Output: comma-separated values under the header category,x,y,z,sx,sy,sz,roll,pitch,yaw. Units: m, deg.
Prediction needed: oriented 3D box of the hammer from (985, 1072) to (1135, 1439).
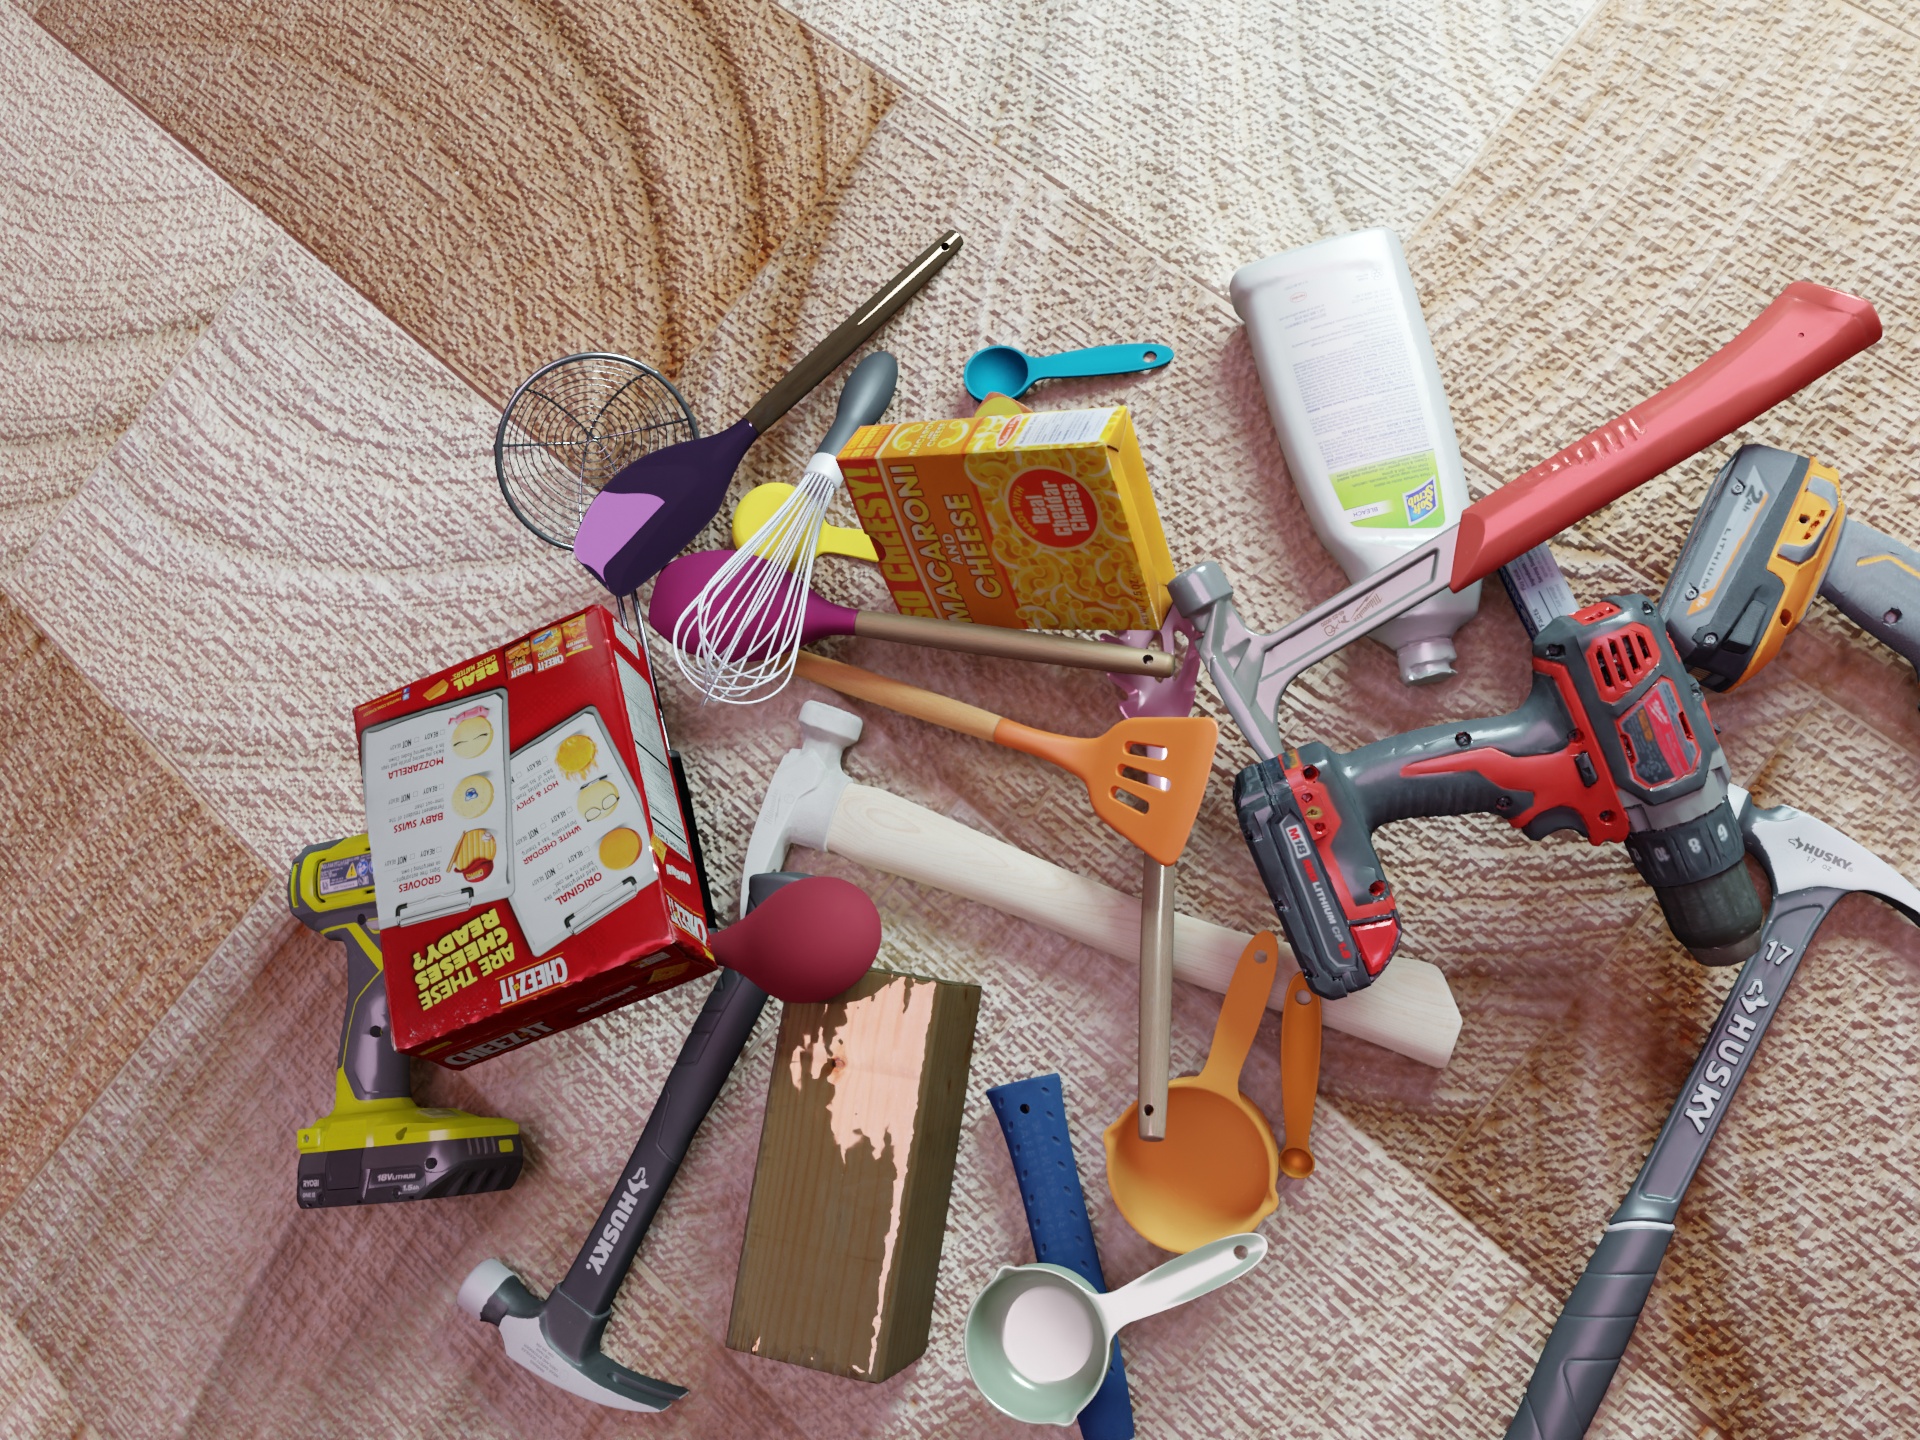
category,x,y,z,sx,sy,sz,roll,pitch,yaw
hammer,0.088,0.390,0.838,0.144,0.035,0.406,-17,75,12

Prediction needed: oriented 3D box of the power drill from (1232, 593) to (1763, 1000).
category,x,y,z,sx,sy,sz,roll,pitch,yaw
power drill,0.267,0.062,0.785,0.226,0.080,0.188,-23,95,10

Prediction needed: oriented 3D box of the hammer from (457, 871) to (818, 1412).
category,x,y,z,sx,sy,sz,roll,pitch,yaw
hammer,-0.161,0.235,0.915,0.146,0.035,0.335,29,95,18

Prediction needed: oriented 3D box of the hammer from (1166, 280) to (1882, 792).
category,x,y,z,sx,sy,sz,roll,pitch,yaw
hammer,0.292,-0.097,0.812,0.359,0.036,0.149,-31,84,16

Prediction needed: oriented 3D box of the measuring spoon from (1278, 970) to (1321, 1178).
category,x,y,z,sx,sy,sz,roll,pitch,yaw
measuring spoon,0.181,0.188,0.845,0.021,0.011,0.117,3,101,18

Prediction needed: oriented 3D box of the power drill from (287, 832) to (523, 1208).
category,x,y,z,sx,sy,sz,roll,pitch,yaw
power drill,-0.329,0.173,0.959,0.171,0.080,0.223,-12,75,26

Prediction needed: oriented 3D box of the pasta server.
category,x,y,z,sx,sy,sz,roll,pitch,yaw
pasta server,0.105,0.065,0.859,0.060,0.040,0.316,-8,62,25

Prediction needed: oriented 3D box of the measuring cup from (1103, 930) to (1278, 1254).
category,x,y,z,sx,sy,sz,roll,pitch,yaw
measuring cup,0.139,0.194,0.847,0.095,0.052,0.173,18,89,17

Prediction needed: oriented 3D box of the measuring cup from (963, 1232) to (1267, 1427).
category,x,y,z,sx,sy,sz,roll,pitch,yaw
measuring cup,0.082,0.300,0.819,0.167,0.038,0.083,-27,74,7

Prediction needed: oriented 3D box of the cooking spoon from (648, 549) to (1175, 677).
category,x,y,z,sx,sy,sz,roll,pitch,yaw
cooking spoon,-0.035,-0.053,0.914,0.319,0.017,0.069,9,78,15

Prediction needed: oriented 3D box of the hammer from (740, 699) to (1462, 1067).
category,x,y,z,sx,sy,sz,roll,pitch,yaw
hammer,0.070,0.117,0.895,0.411,0.038,0.146,18,86,17

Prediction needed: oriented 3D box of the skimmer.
category,x,y,z,sx,sy,sz,roll,pitch,yaw
skimmer,-0.194,-0.042,0.968,0.127,0.090,0.363,-11,77,-17

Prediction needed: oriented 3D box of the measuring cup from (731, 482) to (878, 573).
category,x,y,z,sx,sy,sz,roll,pitch,yaw
measuring cup,-0.069,-0.113,0.979,0.156,0.029,0.062,10,82,18

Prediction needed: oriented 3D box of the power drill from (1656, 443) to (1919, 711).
category,x,y,z,sx,sy,sz,roll,pitch,yaw
power drill,0.471,-0.030,0.795,0.226,0.084,0.164,24,87,14

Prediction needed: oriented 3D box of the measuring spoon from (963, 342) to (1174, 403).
category,x,y,z,sx,sy,sz,roll,pitch,yaw
measuring spoon,0.066,-0.212,0.973,0.128,0.021,0.042,-6,65,5

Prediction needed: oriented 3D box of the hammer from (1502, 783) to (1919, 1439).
category,x,y,z,sx,sy,sz,roll,pitch,yaw
hammer,0.355,0.238,0.797,0.149,0.036,0.409,26,87,17

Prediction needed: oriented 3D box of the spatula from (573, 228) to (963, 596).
category,x,y,z,sx,sy,sz,roll,pitch,yaw
spatula,-0.112,-0.199,0.977,0.316,0.018,0.059,-45,96,-11

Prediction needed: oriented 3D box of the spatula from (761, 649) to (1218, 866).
category,x,y,z,sx,sy,sz,roll,pitch,yaw
spatula,-0.001,-0.003,0.908,0.323,0.041,0.081,18,91,29

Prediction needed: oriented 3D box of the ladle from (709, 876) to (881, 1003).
category,x,y,z,sx,sy,sz,roll,pitch,yaw
ladle,-0.176,0.134,0.909,0.315,0.031,0.069,-11,62,35

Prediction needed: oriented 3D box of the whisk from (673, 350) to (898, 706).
category,x,y,z,sx,sy,sz,roll,pitch,yaw
whisk,-0.092,-0.120,0.927,0.070,0.070,0.285,11,54,17
